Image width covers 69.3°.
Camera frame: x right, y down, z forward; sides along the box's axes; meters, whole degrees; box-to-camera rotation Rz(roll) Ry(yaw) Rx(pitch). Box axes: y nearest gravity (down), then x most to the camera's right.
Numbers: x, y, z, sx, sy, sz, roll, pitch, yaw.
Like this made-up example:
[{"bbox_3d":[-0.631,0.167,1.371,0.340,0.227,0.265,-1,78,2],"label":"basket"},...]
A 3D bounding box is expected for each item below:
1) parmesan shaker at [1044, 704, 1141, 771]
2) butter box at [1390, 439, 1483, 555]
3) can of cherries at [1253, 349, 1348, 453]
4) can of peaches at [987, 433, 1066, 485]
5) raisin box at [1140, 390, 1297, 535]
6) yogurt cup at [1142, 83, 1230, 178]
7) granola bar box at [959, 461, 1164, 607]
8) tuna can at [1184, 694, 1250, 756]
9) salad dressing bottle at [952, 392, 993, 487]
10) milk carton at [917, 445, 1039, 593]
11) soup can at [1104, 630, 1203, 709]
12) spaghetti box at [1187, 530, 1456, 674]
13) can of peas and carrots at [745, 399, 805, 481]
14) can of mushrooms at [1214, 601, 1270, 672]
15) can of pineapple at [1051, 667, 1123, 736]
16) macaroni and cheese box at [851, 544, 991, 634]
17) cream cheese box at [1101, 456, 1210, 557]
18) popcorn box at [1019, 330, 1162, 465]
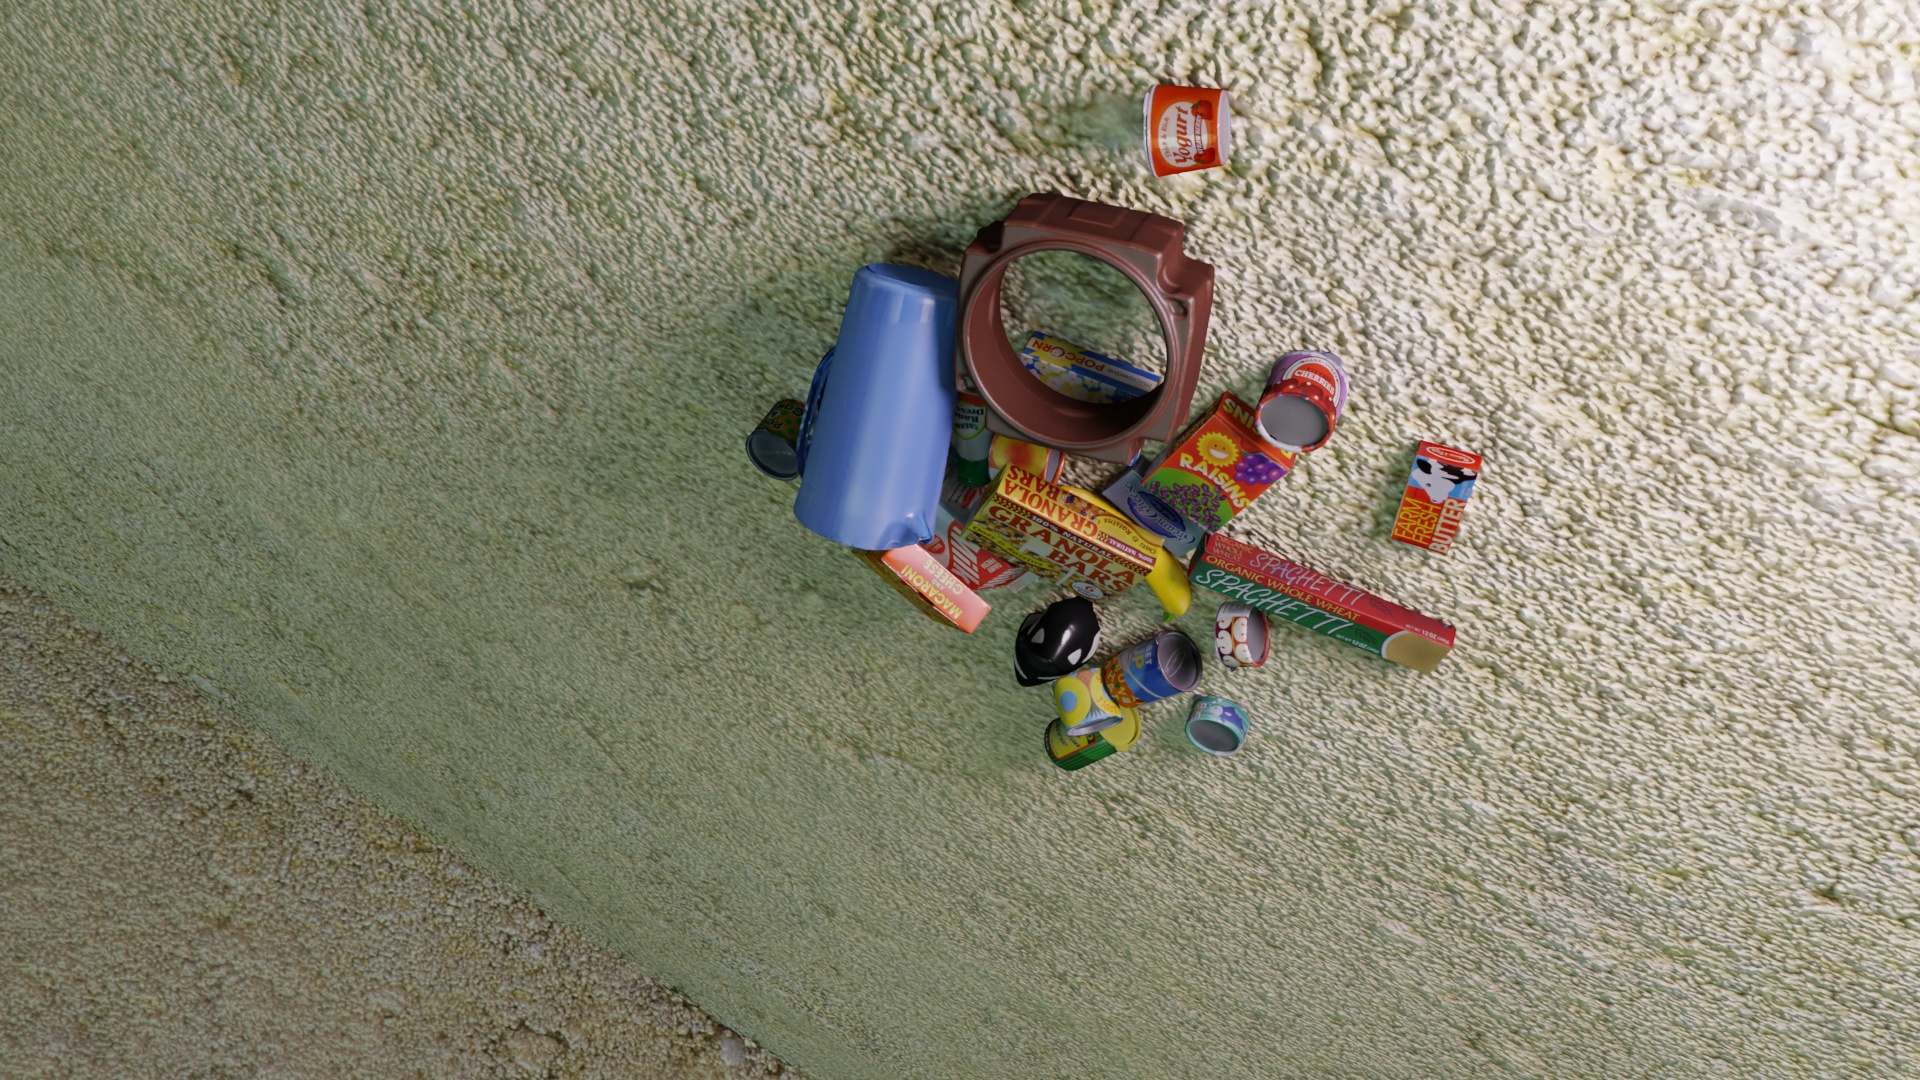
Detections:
[{"bbox_3d":[0.150,0.222,1.587,0.071,0.072,0.102,40,140,-11],"label":"parmesan shaker"},{"bbox_3d":[0.404,-0.036,1.184,0.053,0.024,0.103,18,139,17],"label":"butter box"},{"bbox_3d":[0.283,-0.116,1.149,0.071,0.059,0.071,18,140,16],"label":"can of cherries"},{"bbox_3d":[0.065,-0.084,1.321,0.058,0.071,0.071,16,139,18],"label":"can of peaches"},{"bbox_3d":[0.232,-0.068,1.250,0.086,0.040,0.122,36,140,-5],"label":"raisin box"},{"bbox_3d":[0.168,-0.302,1.022,0.054,0.073,0.072,2,134,20],"label":"yogurt cup"},{"bbox_3d":[0.094,-0.002,1.326,0.165,0.039,0.123,26,155,-6],"label":"granola bar box"},{"bbox_3d":[0.278,0.201,1.513,0.071,0.033,0.070,17,140,16],"label":"tuna can"},{"bbox_3d":[0.012,-0.115,1.337,0.064,0.044,0.146,18,140,20],"label":"salad dressing bottle"},{"bbox_3d":[0.005,-0.018,1.422,0.190,0.074,0.072,40,141,-12],"label":"milk carton"},{"bbox_3d":[0.202,0.135,1.466,0.071,0.072,0.083,44,140,-16],"label":"soup can"},{"bbox_3d":[0.337,0.059,1.306,0.250,0.029,0.049,22,140,1],"label":"spaghetti box"},{"bbox_3d":[-0.185,-0.108,1.461,0.071,0.059,0.070,18,139,16],"label":"can of peas and carrots"},{"bbox_3d":[0.279,0.095,1.370,0.033,0.071,0.070,-4,130,33],"label":"can of mushrooms"},{"bbox_3d":[0.138,0.175,1.503,0.071,0.058,0.070,-13,161,-5],"label":"can of pineapple"},{"bbox_3d":[-0.045,0.042,1.482,0.123,0.040,0.166,41,172,-13],"label":"macaroni and cheese box"},{"bbox_3d":[0.191,-0.031,1.328,0.104,0.024,0.053,39,142,-10],"label":"cream cheese box"},{"bbox_3d":[0.112,-0.129,1.262,0.127,0.038,0.084,22,141,11],"label":"popcorn box"}]
